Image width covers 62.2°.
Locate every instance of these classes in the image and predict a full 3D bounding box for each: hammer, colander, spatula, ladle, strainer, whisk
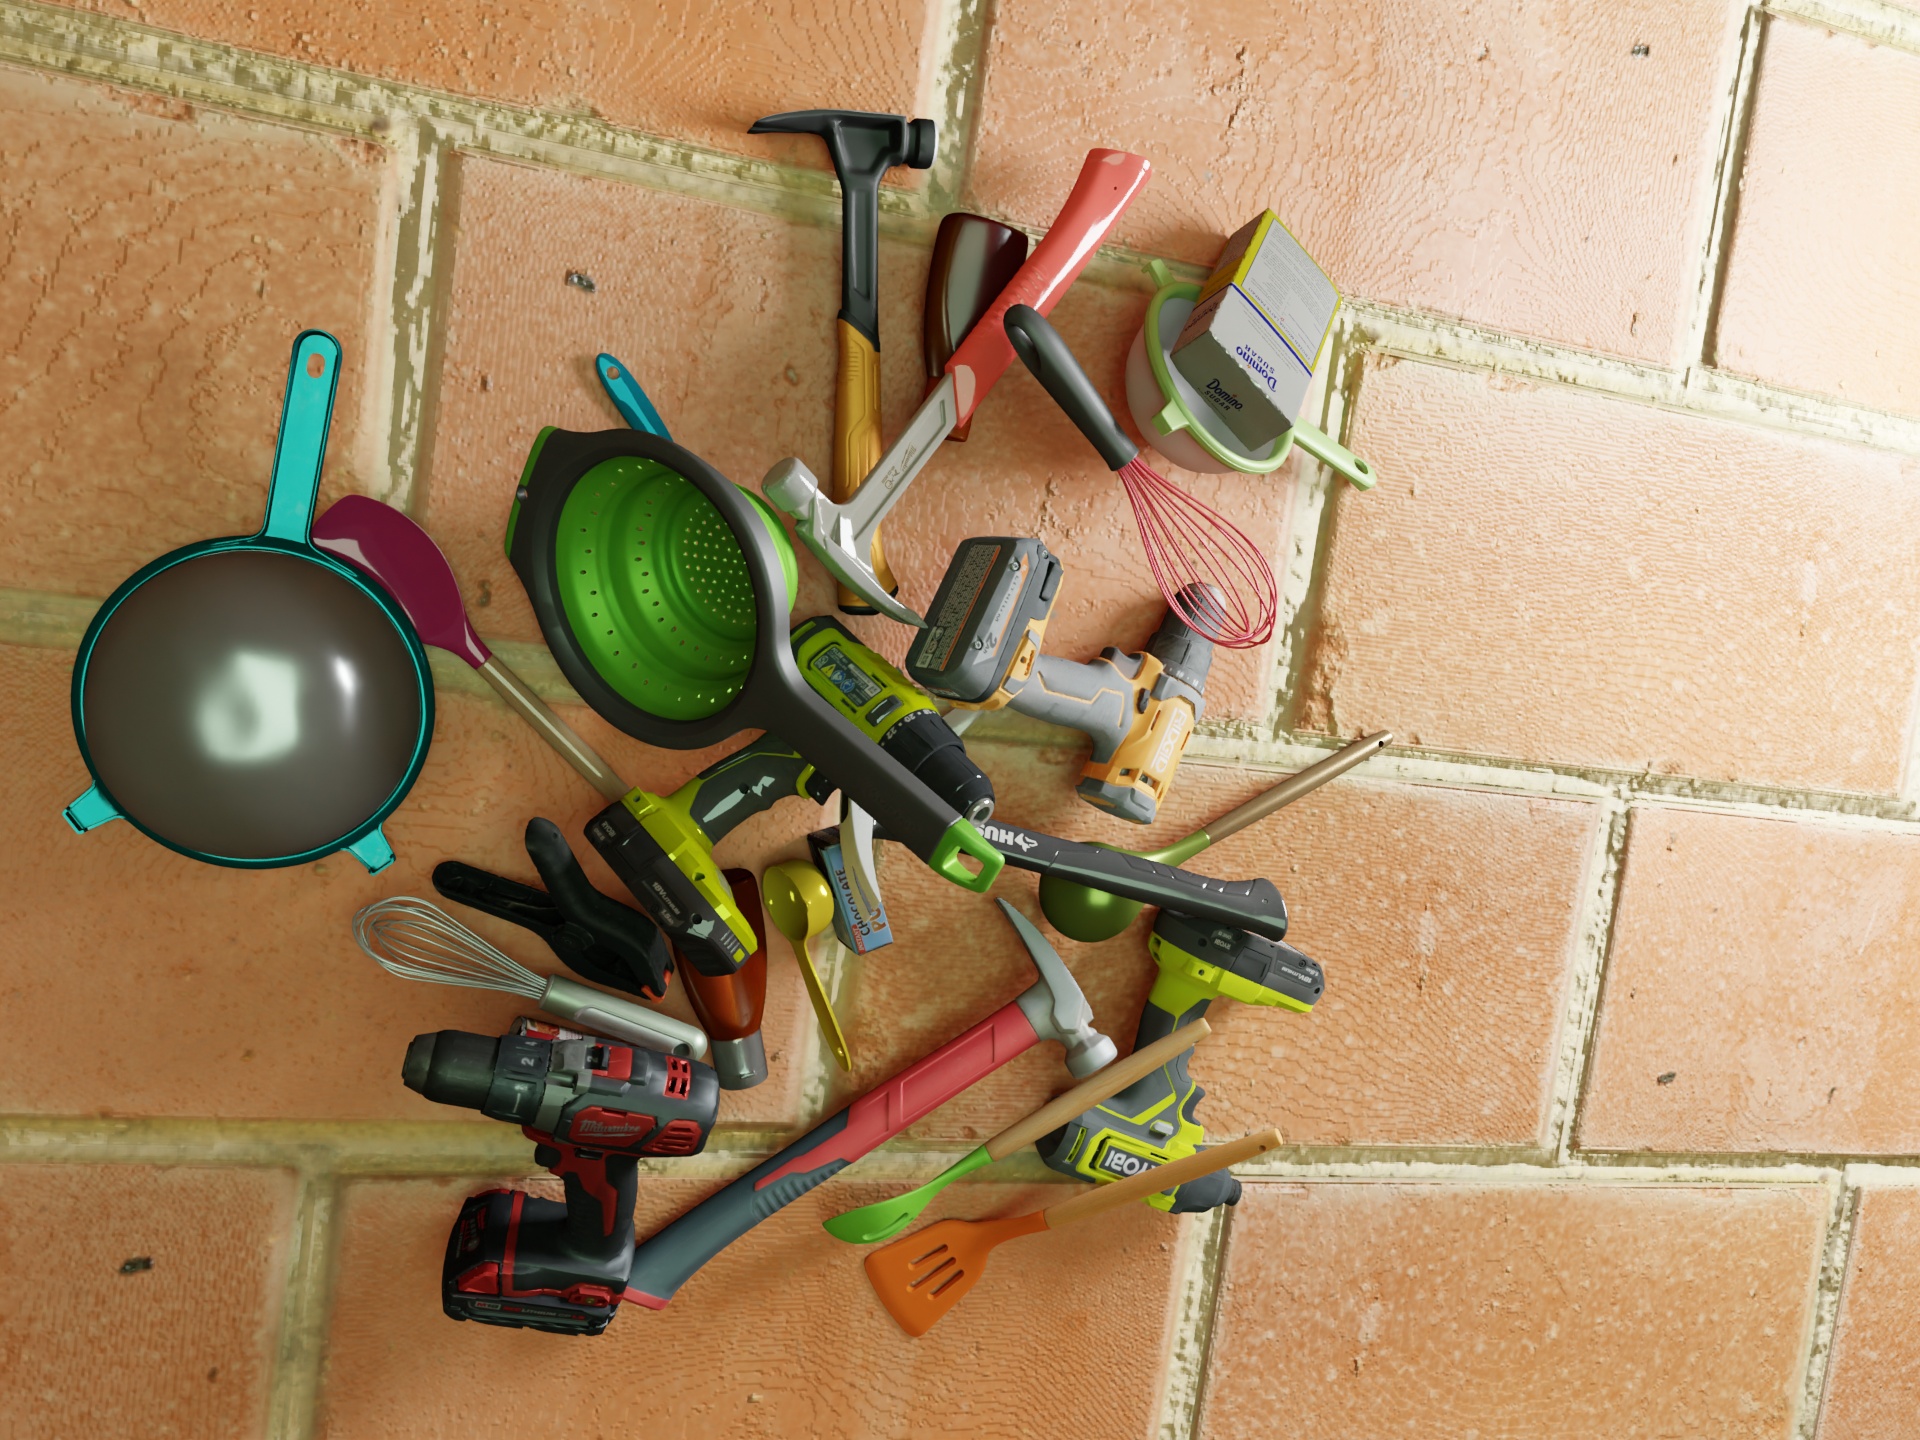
[{"bbox_3d":[-0.086,0.281,1.134,0.386,0.038,0.143,-31,83,-7],"label":"hammer"},{"bbox_3d":[0.076,0.103,1.114,0.334,0.035,0.146,16,55,-12],"label":"hammer"},{"bbox_3d":[-0.111,-0.041,0.994,0.397,0.094,0.204,39,125,15],"label":"colander"},{"bbox_3d":[0.085,0.364,1.167,0.322,0.041,0.081,-25,106,15],"label":"spatula"},{"bbox_3d":[0.200,0.077,1.218,0.320,0.062,0.078,-26,104,-21],"label":"ladle"},{"bbox_3d":[-0.415,-0.065,0.949,0.211,0.095,0.340,11,97,-16],"label":"strainer"},{"bbox_3d":[0.124,-0.162,1.080,0.073,0.073,0.295,-43,108,-9],"label":"whisk"},{"bbox_3d":[-0.281,0.176,1.050,0.246,0.059,0.057,25,115,-17],"label":"whisk"},{"bbox_3d":[0.205,-0.216,1.169,0.256,0.069,0.152,22,55,-36],"label":"strainer"},{"bbox_3d":[-0.077,-0.240,1.083,0.127,0.034,0.337,-3,98,-19],"label":"hammer"},{"bbox_3d":[0.022,-0.239,1.070,0.149,0.037,0.359,44,75,-33],"label":"hammer"}]

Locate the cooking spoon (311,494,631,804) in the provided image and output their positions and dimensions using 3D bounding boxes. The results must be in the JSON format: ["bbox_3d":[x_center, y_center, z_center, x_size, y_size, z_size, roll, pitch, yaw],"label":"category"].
[{"bbox_3d":[-0.295,-0.020,1.046,0.069,0.017,0.318,-41,107,2],"label":"cooking spoon"}]

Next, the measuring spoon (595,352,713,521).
[{"bbox_3d":[-0.200,-0.188,1.054,0.042,0.021,0.128,-37,108,-11],"label":"measuring spoon"}]

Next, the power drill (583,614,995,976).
[{"bbox_3d":[-0.108,0.055,1.030,0.228,0.191,0.080,-40,148,-12],"label":"power drill"}]

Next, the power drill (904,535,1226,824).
[{"bbox_3d":[0.090,-0.051,1.126,0.226,0.084,0.185,31,78,-33],"label":"power drill"}]

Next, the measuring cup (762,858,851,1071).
[{"bbox_3d":[-0.096,0.169,1.112,0.029,0.062,0.156,-24,100,-34],"label":"measuring cup"}]

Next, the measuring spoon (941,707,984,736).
[{"bbox_3d":[-0.002,-0.004,1.151,0.124,0.018,0.034,-41,111,-3],"label":"measuring spoon"}]

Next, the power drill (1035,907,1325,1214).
[{"bbox_3d":[0.177,0.261,1.211,0.171,0.080,0.223,24,93,-19],"label":"power drill"}]

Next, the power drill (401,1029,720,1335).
[{"bbox_3d":[-0.270,0.284,1.006,0.187,0.080,0.226,15,123,-17],"label":"power drill"}]

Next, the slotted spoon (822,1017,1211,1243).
[{"bbox_3d":[0.043,0.298,1.144,0.314,0.070,0.031,-31,65,1],"label":"slotted spoon"}]
